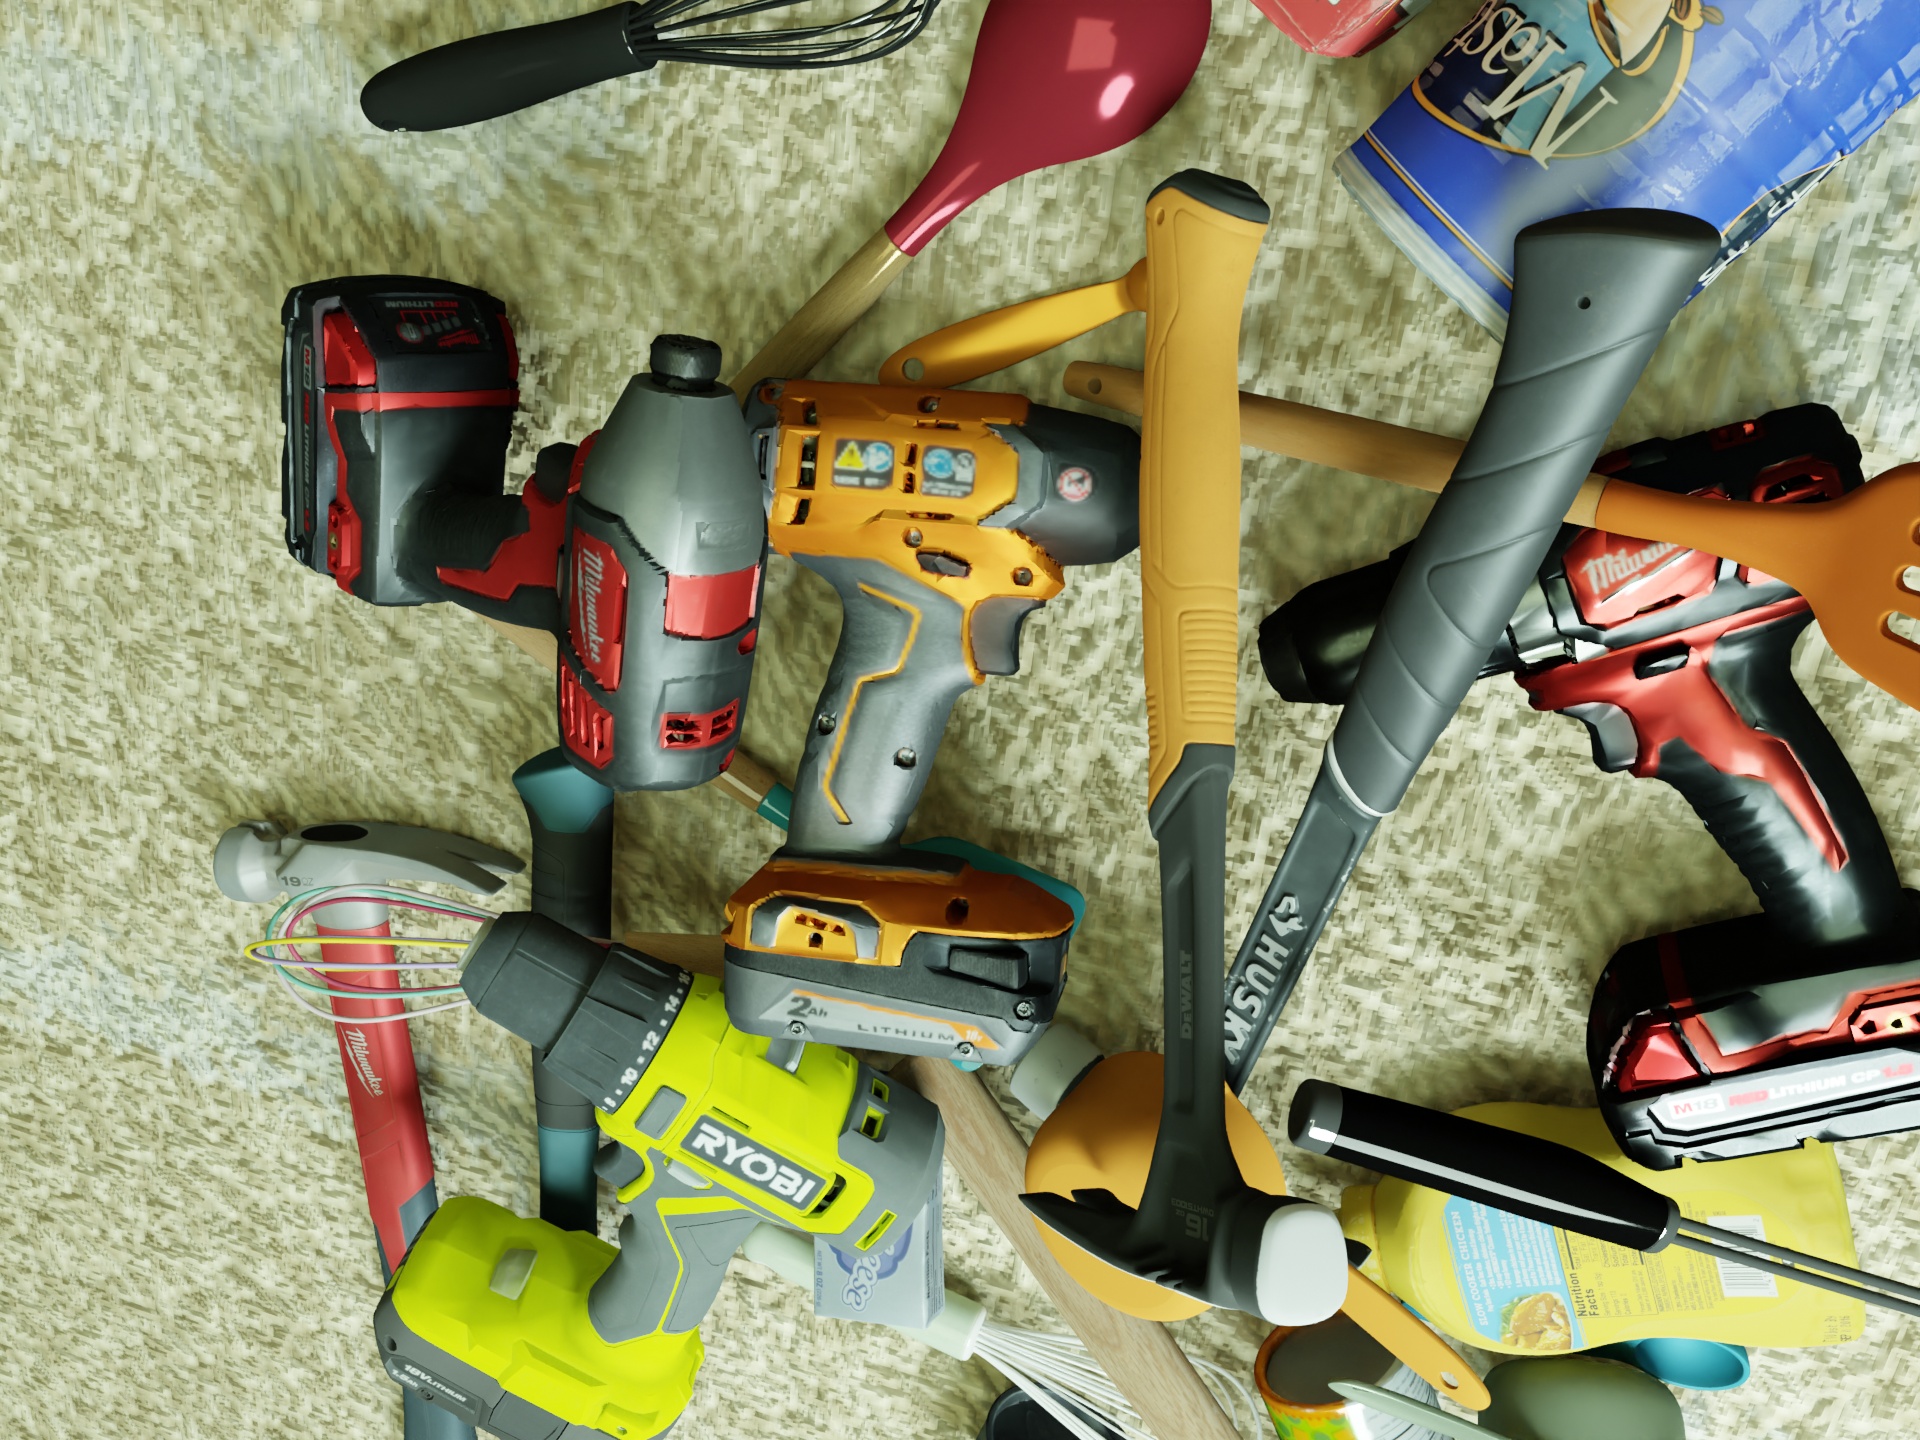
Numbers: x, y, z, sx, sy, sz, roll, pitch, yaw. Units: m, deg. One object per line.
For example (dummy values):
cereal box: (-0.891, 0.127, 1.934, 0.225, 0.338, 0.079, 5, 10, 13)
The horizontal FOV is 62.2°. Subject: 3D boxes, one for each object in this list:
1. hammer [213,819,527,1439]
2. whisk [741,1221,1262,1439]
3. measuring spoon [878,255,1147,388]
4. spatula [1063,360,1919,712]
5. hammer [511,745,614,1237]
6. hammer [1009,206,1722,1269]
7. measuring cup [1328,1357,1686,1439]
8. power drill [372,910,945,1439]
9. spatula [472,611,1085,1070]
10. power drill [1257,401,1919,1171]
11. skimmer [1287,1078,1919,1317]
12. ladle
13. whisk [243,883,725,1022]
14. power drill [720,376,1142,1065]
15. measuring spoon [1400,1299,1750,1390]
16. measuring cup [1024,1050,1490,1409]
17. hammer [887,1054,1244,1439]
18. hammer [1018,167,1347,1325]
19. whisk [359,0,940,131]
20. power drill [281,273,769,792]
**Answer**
hammer: (-0.258, 0.232, 0.773, 0.143, 0.038, 0.386, 3, 111, 15)
whisk: (0.014, 0.273, 0.701, 0.246, 0.057, 0.059, 20, 80, 13)
measuring spoon: (0.022, -0.137, 0.558, 0.117, 0.011, 0.021, -14, 105, 22)
spatula: (0.163, -0.069, 0.468, 0.323, 0.041, 0.081, 21, 115, 31)
hammer: (-0.175, 0.165, 0.705, 0.128, 0.033, 0.331, 4, 110, -4)
hammer: (0.123, 0.034, 0.502, 0.149, 0.036, 0.408, 36, 133, 23)
measuring cup: (0.201, 0.251, 0.594, 0.167, 0.038, 0.083, 26, 146, -23)
power drill: (-0.141, 0.187, 0.632, 0.190, 0.080, 0.228, 32, 118, -9)
spatula: (-0.099, 0.015, 0.637, 0.317, 0.044, 0.082, 34, 92, 5)
power drill: (0.217, 0.027, 0.524, 0.188, 0.080, 0.226, -18, 101, 23)
skimmer: (0.275, 0.197, 0.488, 0.363, 0.090, 0.127, 18, 132, -3)
ladle: (-0.039, -0.154, 0.565, 0.315, 0.031, 0.069, -39, 91, 28)
whisk: (-0.159, 0.095, 0.645, 0.245, 0.051, 0.047, 3, 130, -12)
power drill: (-0.001, -0.002, 0.558, 0.164, 0.084, 0.226, 5, 95, 9)
measuring spoon: (0.240, 0.235, 0.628, 0.129, 0.021, 0.042, 2, 134, 26)
measuring cup: (0.097, 0.191, 0.550, 0.174, 0.052, 0.095, 35, 132, 25)
hammer: (0.080, 0.265, 0.622, 0.331, 0.031, 0.130, 52, 125, 9)
hammer: (0.067, -0.002, 0.489, 0.127, 0.034, 0.337, -10, 76, 62)
whisk: (-0.113, -0.235, 0.547, 0.239, 0.055, 0.055, -4, 109, 23)
power drill: (-0.149, -0.080, 0.547, 0.220, 0.078, 0.143, 29, 119, 37)
